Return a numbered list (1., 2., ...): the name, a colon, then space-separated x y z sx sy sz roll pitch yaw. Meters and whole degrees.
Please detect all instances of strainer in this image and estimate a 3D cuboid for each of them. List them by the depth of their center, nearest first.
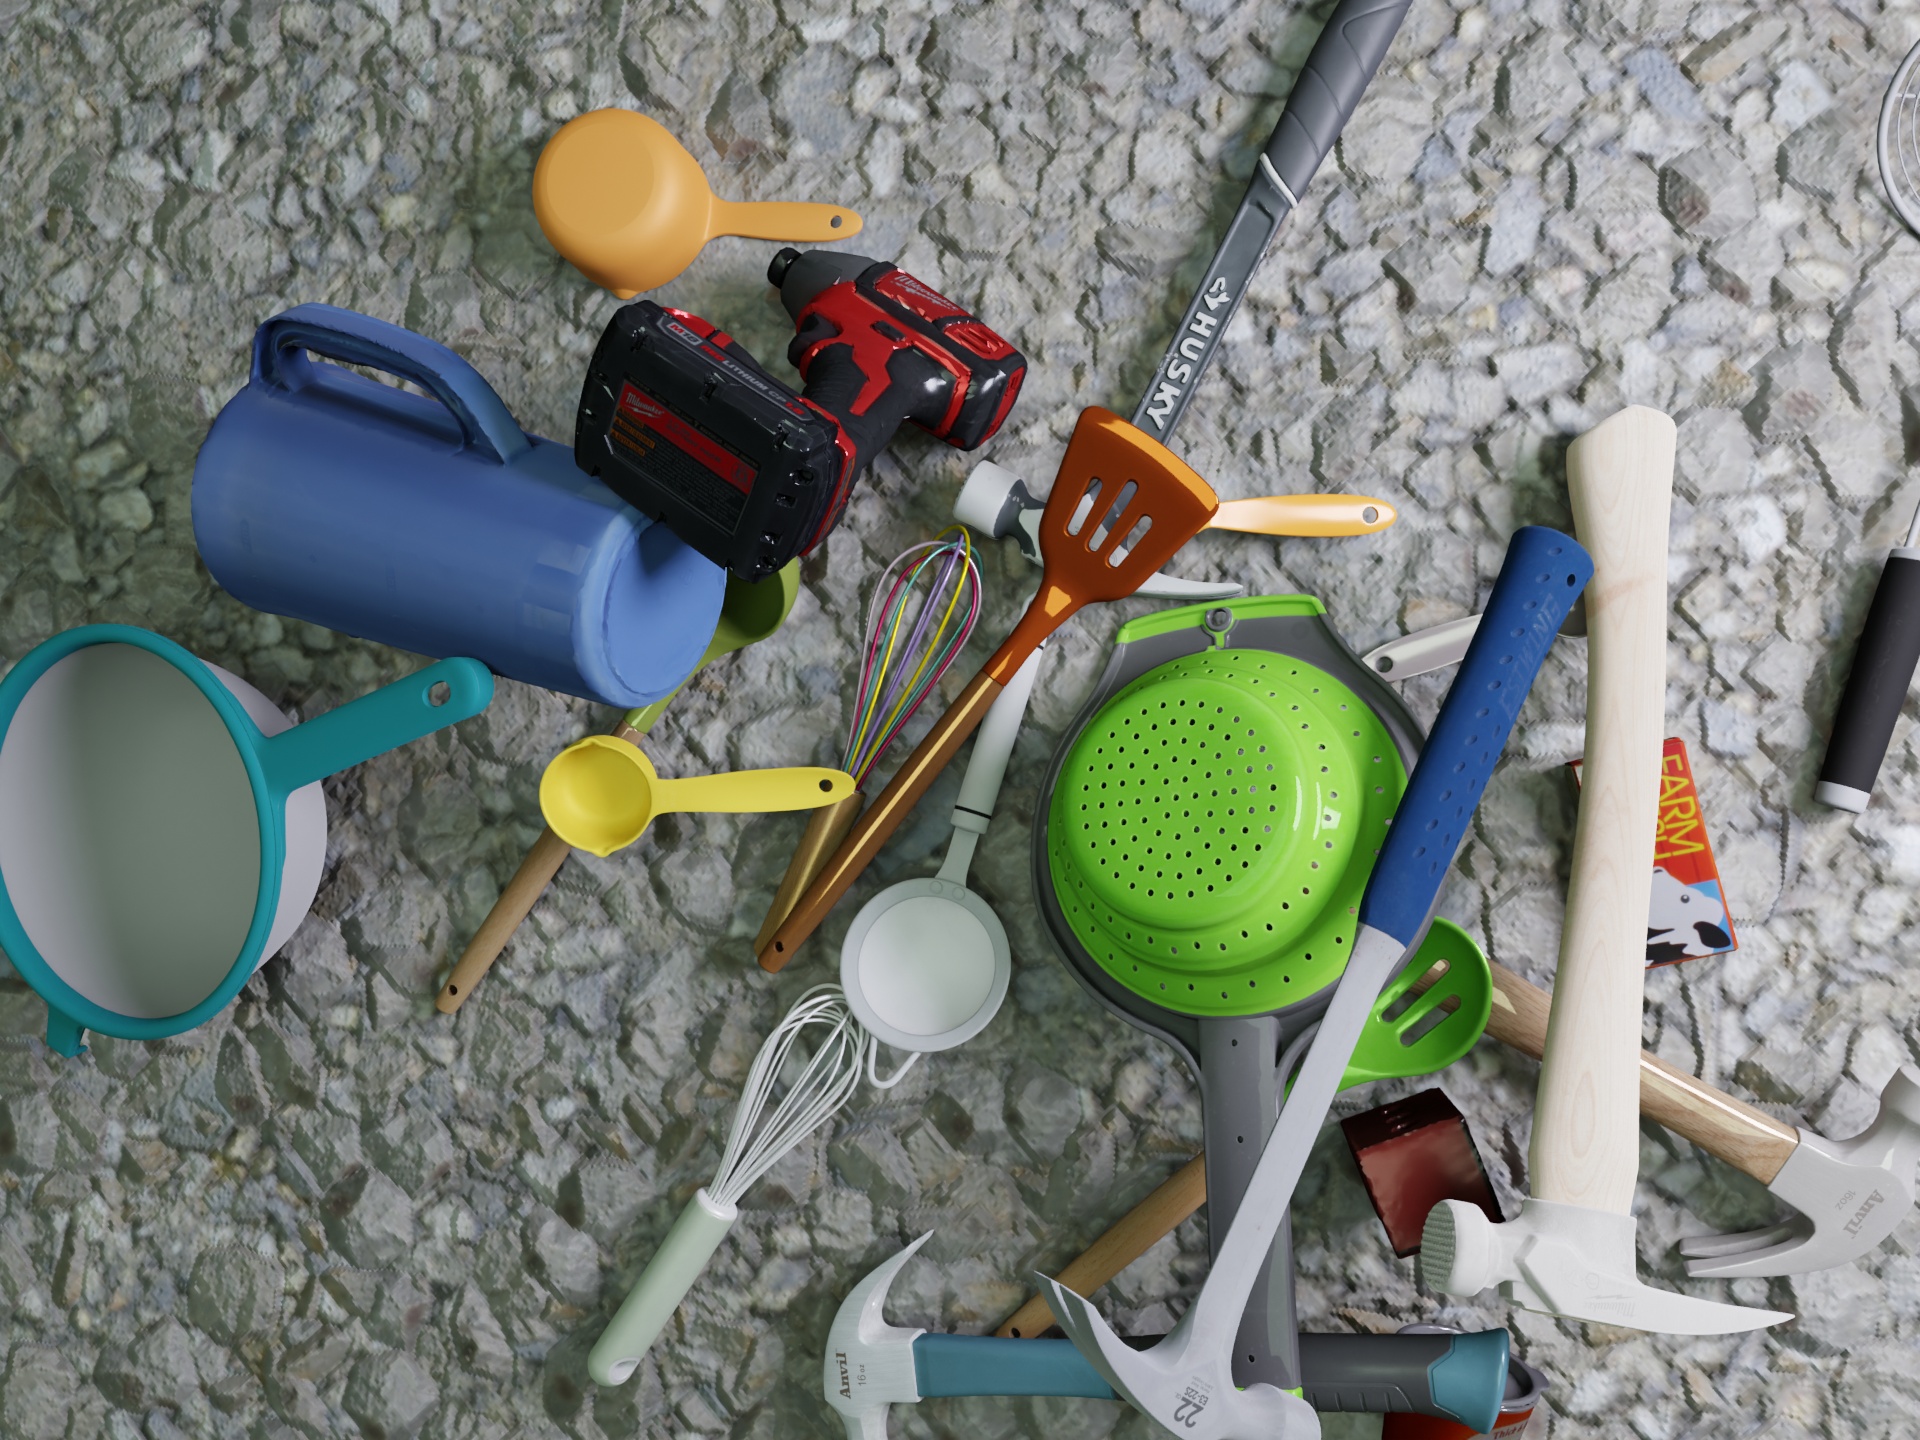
1. strainer: 0.004 0.058 0.800 0.087 0.050 0.258 16 84 15
2. strainer: -0.353 0.033 0.813 0.340 0.095 0.211 -20 87 21

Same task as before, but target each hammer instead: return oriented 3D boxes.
1. hammer: 0.166 0.096 0.655 0.144 0.035 0.405 34 75 -26
2. hammer: 0.299 0.053 0.705 0.146 0.038 0.411 12 74 -3
3. hammer: 0.086 0.305 0.744 0.331 0.033 0.128 -9 86 22
4. hammer: 0.272 0.146 0.746 0.331 0.031 0.130 29 108 14
5. hammer: 0.154 -0.249 0.792 0.149 0.036 0.409 28 92 8

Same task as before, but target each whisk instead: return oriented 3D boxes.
1. whisk: -0.121 0.240 0.814 0.059 0.057 0.246 39 98 43
2. whisk: -0.049 0.013 0.815 0.047 0.051 0.245 28 97 30

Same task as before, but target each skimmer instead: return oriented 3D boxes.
1. skimmer: 0.440 -0.138 0.712 0.127 0.090 0.363 19 94 42

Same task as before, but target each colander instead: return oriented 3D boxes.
1. colander: 0.113 0.123 0.701 0.204 0.094 0.397 -8 73 24

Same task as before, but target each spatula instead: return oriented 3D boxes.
1. spatula: -0.001 -0.002 0.777 0.081 0.041 0.322 39 96 9

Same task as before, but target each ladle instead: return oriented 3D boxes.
1. ladle: -0.189 0.025 0.826 0.078 0.062 0.320 36 96 7

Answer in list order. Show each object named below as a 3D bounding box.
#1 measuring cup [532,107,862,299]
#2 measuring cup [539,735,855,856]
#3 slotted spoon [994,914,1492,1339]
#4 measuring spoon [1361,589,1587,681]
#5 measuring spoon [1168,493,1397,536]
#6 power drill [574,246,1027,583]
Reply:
1. measuring cup: -0.140 -0.272 0.831 0.173 0.052 0.095 7 89 12
2. measuring cup: -0.131 0.033 0.799 0.156 0.029 0.062 -3 105 -1
3. slotted spoon: 0.127 0.206 0.760 0.313 0.031 0.070 -45 70 15
4. measuring spoon: 0.254 -0.042 0.779 0.124 0.018 0.034 -18 79 15
5. measuring spoon: 0.157 -0.099 0.766 0.117 0.011 0.021 -1 94 -11
6. power drill: -0.072 -0.160 0.744 0.143 0.220 0.078 35 128 8
